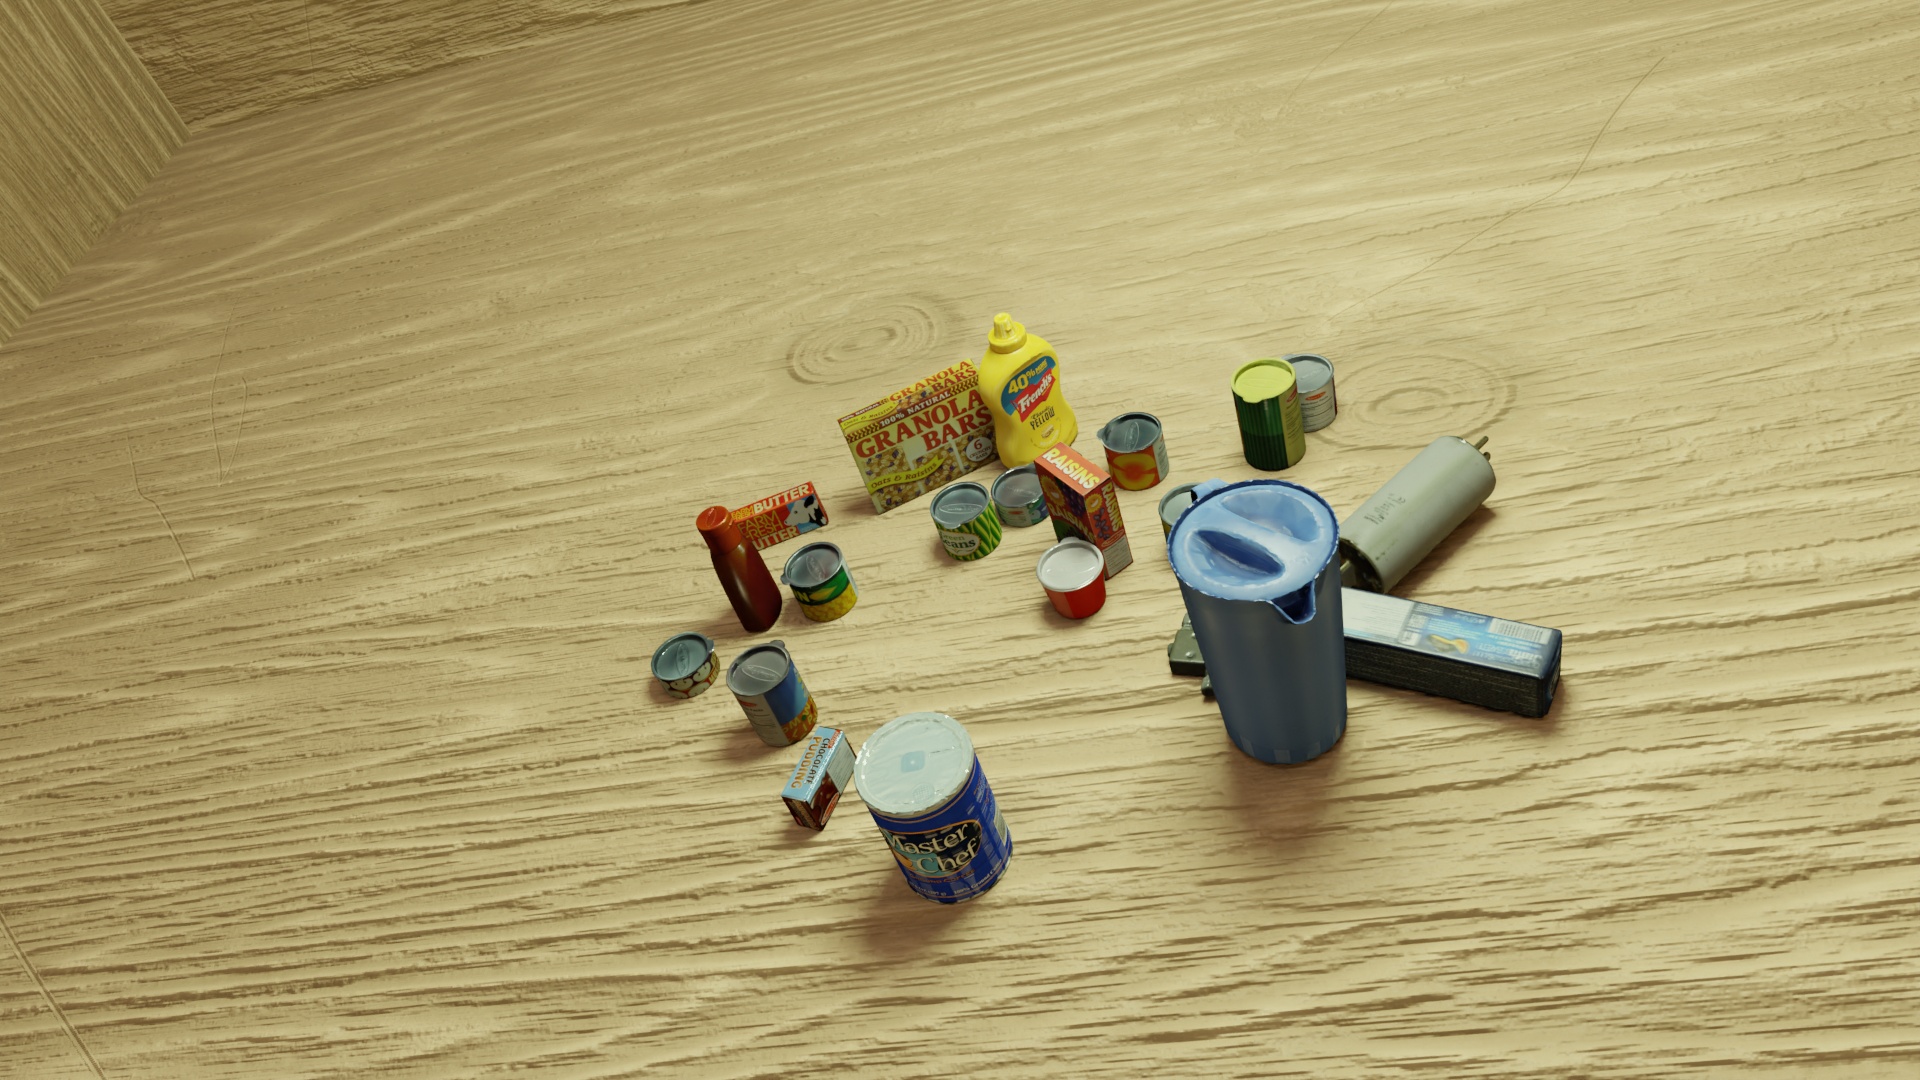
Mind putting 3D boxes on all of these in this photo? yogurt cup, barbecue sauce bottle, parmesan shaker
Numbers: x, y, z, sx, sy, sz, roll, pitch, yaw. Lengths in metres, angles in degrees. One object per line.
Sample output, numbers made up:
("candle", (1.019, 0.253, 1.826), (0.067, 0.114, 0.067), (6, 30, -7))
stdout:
("yogurt cup", (0.114, 0.041, 1.389), (0.072, 0.053, 0.073), (-11, 43, 10))
("barbecue sauce bottle", (-0.234, 0.027, 1.469), (0.043, 0.147, 0.065), (-7, 44, 15))
("parmesan shaker", (0.321, -0.129, 1.451), (0.071, 0.102, 0.072), (-11, 43, 11))

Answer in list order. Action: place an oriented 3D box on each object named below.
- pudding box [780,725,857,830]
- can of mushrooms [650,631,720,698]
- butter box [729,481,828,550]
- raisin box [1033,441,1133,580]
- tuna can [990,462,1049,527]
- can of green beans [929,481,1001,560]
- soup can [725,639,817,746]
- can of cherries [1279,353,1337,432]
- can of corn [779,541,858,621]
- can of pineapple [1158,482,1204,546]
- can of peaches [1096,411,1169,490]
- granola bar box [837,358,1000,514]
("pudding box", (-0.131, 0.222, 1.299), (0.030, 0.049, 0.084), (5, 48, 26))
("can of mushrooms", (-0.288, 0.131, 1.467), (0.071, 0.033, 0.071), (-11, 43, 10))
("butter box", (-0.208, -0.026, 1.586), (0.103, 0.053, 0.024), (-21, 42, 0))
("raisin box", (0.126, -0.030, 1.408), (0.040, 0.122, 0.086), (-34, 44, -15))
("tuna can", (0.070, -0.050, 1.518), (0.071, 0.032, 0.071), (-11, 43, 10))
("can of green beans", (0.006, -0.020, 1.493), (0.071, 0.057, 0.071), (-11, 43, 10))
("soup can", (-0.183, 0.151, 1.369), (0.071, 0.083, 0.072), (-11, 43, 11))
("can of cherries", (0.370, -0.160, 1.498), (0.071, 0.058, 0.072), (-11, 43, 10))
("can of corn", (-0.151, 0.046, 1.485), (0.071, 0.058, 0.071), (-11, 43, 10))
("can of pineapple", (0.237, -0.015, 1.397), (0.071, 0.057, 0.071), (-11, 43, 10))
("can of peaches", (0.187, -0.096, 1.502), (0.071, 0.057, 0.071), (-11, 43, 10))
("granola bar box", (-0.041, -0.117, 1.563), (0.166, 0.123, 0.039), (-25, 42, -5))
